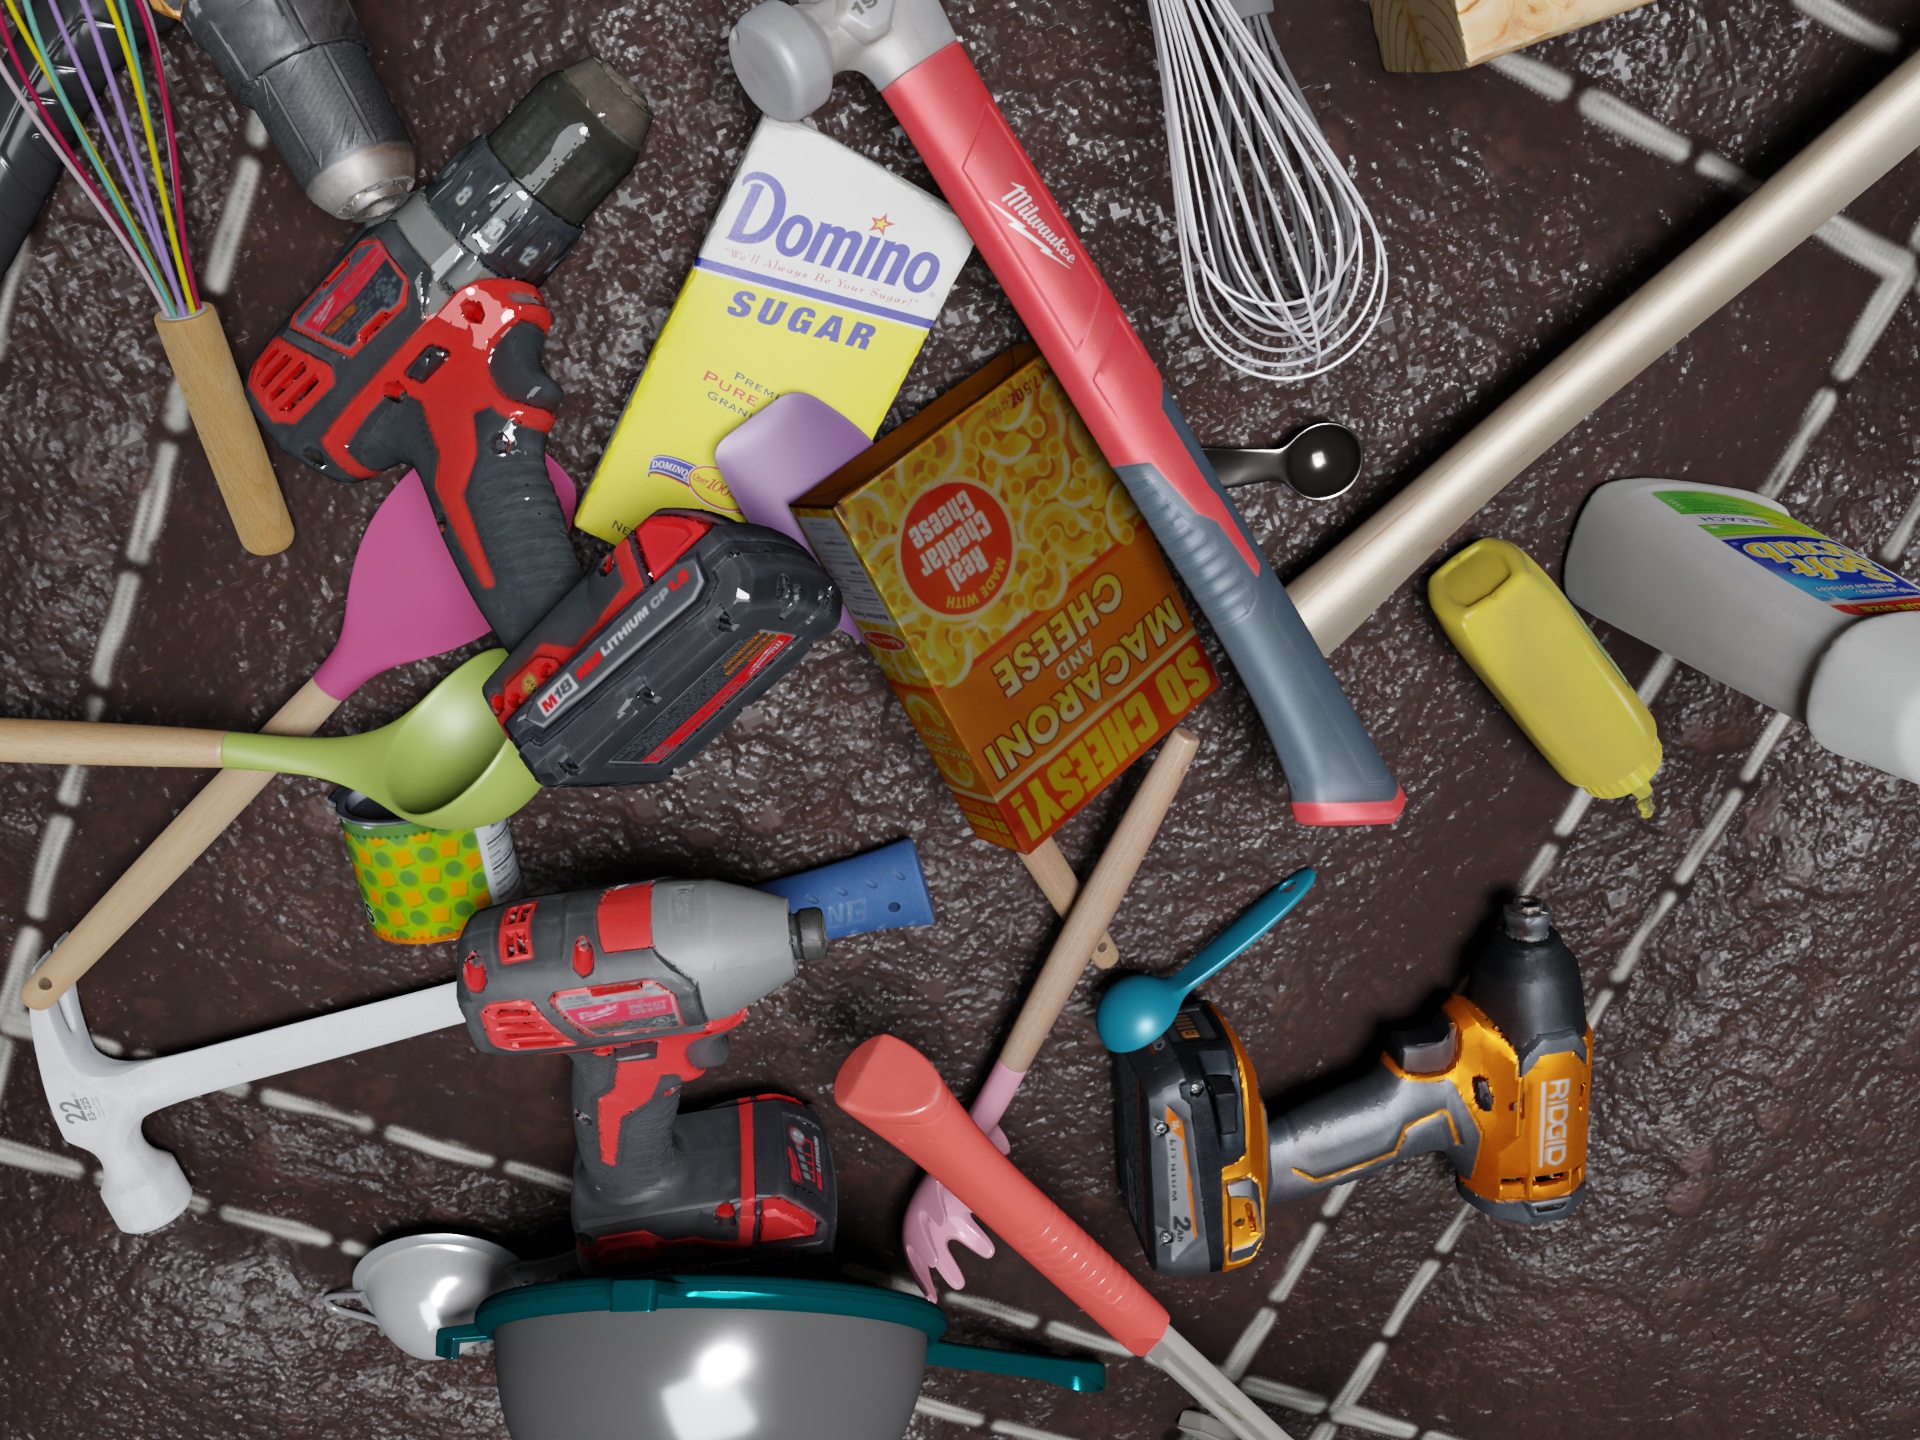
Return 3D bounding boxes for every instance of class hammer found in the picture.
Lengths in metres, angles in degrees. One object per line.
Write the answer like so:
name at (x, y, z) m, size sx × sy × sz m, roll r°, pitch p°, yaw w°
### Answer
hammer at (0.078, -0.123, 0.610) m, size 0.143 × 0.038 × 0.386 m, roll -41°, pitch 107°, yaw -19°
hammer at (-0.394, -0.153, 0.597) m, size 0.146 × 0.035 × 0.334 m, roll 33°, pitch 104°, yaw -17°
hammer at (0.269, -0.159, 0.623) m, size 0.410 × 0.146 × 0.038 m, roll -42°, pitch 68°, yaw 15°
hammer at (-0.214, 0.119, 0.718) m, size 0.405 × 0.035 × 0.144 m, roll -15°, pitch 112°, yaw 0°
hammer at (0.062, 0.265, 0.739) m, size 0.149 × 0.037 × 0.358 m, roll -13°, pitch 128°, yaw 48°

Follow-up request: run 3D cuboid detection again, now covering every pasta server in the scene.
pasta server at (0.041, 0.142, 0.735) m, size 0.040 × 0.060 × 0.316 m, roll 37°, pitch 115°, yaw 28°

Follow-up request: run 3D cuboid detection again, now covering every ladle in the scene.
ladle at (-0.316, 0.003, 0.619) m, size 0.320 × 0.078 × 0.062 m, roll 3°, pitch 142°, yaw -2°

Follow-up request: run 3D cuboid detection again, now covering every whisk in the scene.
whisk at (-0.292, -0.171, 0.579) m, size 0.047 × 0.051 × 0.244 m, roll -5°, pitch 126°, yaw 1°
whisk at (0.105, -0.266, 0.600) m, size 0.055 × 0.055 × 0.238 m, roll -15°, pitch 107°, yaw 0°
whisk at (0.077, -0.256, 0.561) m, size 0.070 × 0.070 × 0.284 m, roll -21°, pitch 91°, yaw 2°

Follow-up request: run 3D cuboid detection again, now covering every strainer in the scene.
strainer at (-0.188, 0.264, 0.776) m, size 0.258 × 0.050 × 0.086 m, roll -18°, pitch 127°, yaw -2°
strainer at (-0.061, 0.328, 0.737) m, size 0.340 × 0.095 × 0.211 m, roll 21°, pitch 145°, yaw -32°

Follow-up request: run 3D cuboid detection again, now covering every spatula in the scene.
spatula at (-0.001, -0.002, 0.677) m, size 0.060 × 0.018 × 0.315 m, roll -37°, pitch 121°, yaw -8°

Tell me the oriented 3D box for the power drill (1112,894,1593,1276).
power drill at (0.191, 0.171, 0.757) m, size 0.226 × 0.084 × 0.164 m, roll -8°, pitch 110°, yaw -7°

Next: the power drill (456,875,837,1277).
power drill at (-0.117, 0.154, 0.682) m, size 0.143 × 0.079 × 0.219 m, roll -9°, pitch 131°, yaw -3°

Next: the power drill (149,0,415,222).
power drill at (-0.173, -0.293, 0.529) m, size 0.226 × 0.084 × 0.185 m, roll -26°, pitch 99°, yaw 7°

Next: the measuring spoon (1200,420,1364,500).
measuring spoon at (0.108, -0.110, 0.677) m, size 0.124 × 0.018 × 0.034 m, roll -3°, pitch 118°, yaw 3°

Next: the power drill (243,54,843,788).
power drill at (-0.140, -0.108, 0.574) m, size 0.188 × 0.080 × 0.227 m, roll -41°, pitch 76°, yaw 13°

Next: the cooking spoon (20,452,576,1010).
cooking spoon at (-0.280, 0.005, 0.660) m, size 0.068 × 0.017 × 0.319 m, roll 44°, pitch 93°, yaw -13°

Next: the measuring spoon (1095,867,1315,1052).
measuring spoon at (0.112, 0.105, 0.742) m, size 0.128 × 0.042 × 0.021 m, roll -39°, pitch 111°, yaw -5°
